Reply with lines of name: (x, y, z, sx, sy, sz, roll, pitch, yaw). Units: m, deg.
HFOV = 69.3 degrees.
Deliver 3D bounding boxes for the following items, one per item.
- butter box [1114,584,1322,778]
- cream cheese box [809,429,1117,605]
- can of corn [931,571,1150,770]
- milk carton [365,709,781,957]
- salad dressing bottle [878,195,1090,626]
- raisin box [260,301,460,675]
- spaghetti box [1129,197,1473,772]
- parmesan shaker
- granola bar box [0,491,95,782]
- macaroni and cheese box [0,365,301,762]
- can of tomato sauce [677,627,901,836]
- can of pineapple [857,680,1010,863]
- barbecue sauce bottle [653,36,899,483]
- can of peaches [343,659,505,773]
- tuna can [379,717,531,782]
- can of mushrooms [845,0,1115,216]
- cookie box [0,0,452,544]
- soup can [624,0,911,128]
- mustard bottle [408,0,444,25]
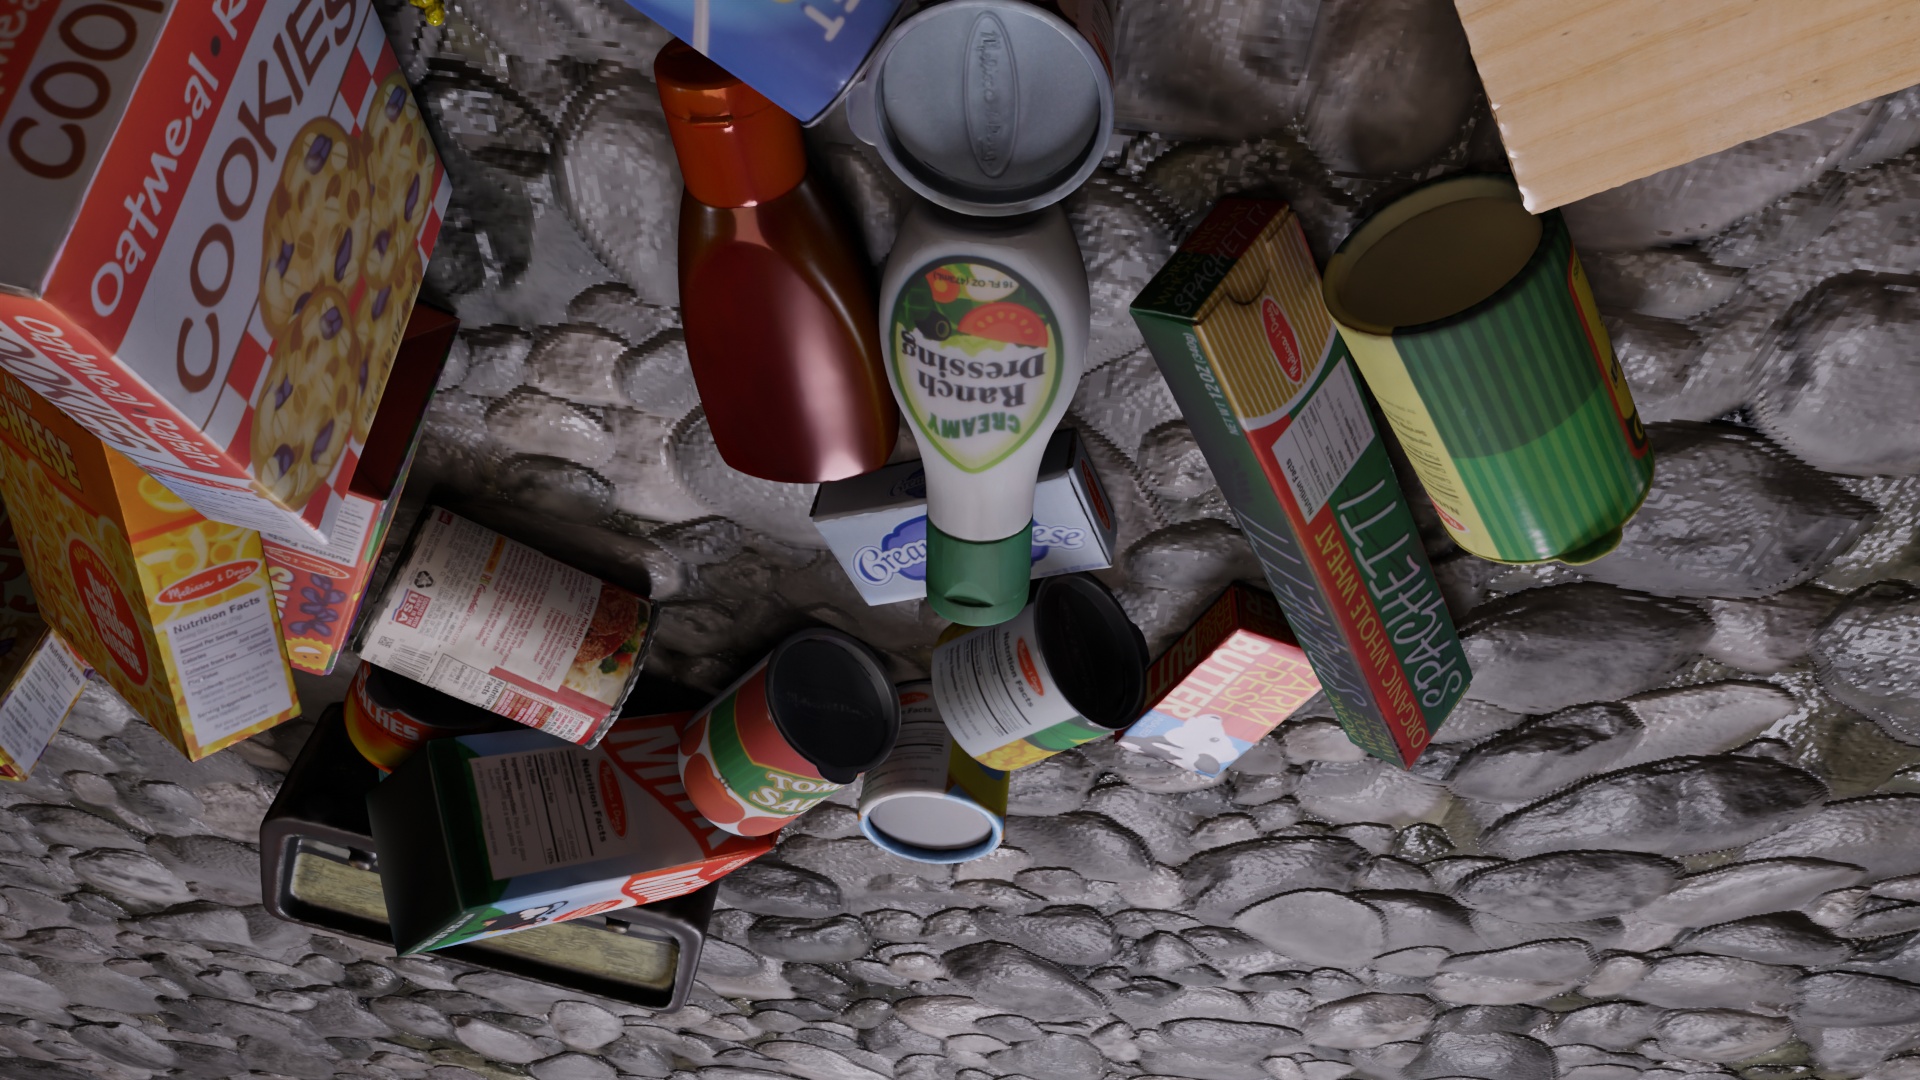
butter box: (0.111, 0.061, 0.580, 0.053, 0.024, 0.103, 19, 139, -14)
cream cheese box: (0.002, -0.007, 0.519, 0.104, 0.024, 0.053, -10, 135, 20)
can of corn: (0.032, 0.052, 0.553, 0.058, 0.071, 0.071, -29, 128, 36)
milk carton: (-0.156, 0.125, 0.630, 0.191, 0.073, 0.072, -1, 154, -44)
salad dressing bottle: (0.007, -0.039, 0.444, 0.064, 0.044, 0.146, 7, 128, 9)
raisin box: (-0.220, -0.019, 0.495, 0.040, 0.086, 0.122, 20, 139, -21)
spaghetti box: (0.126, -0.005, 0.476, 0.029, 0.050, 0.249, 25, 158, 46)
parmesan shaker: (0.158, -0.048, 0.408, 0.071, 0.072, 0.103, -18, 133, 28)
granola bar box: (-0.426, 0.023, 0.550, 0.166, 0.125, 0.038, 8, 139, 1)
macaroni and cheese box: (-0.275, -0.028, 0.449, 0.124, 0.040, 0.165, 25, 126, 33)
can of tomato sauce: (-0.076, 0.087, 0.608, 0.071, 0.071, 0.082, 29, 136, -23)
can of pineapple: (-0.009, 0.106, 0.628, 0.071, 0.058, 0.070, 5, 140, 4)
barbecue sauce bottle: (-0.058, -0.082, 0.427, 0.065, 0.044, 0.147, 1, 139, 8)
can of peaches: (-0.233, 0.065, 0.609, 0.071, 0.071, 0.057, 25, 138, -19)
tuna can: (-0.239, 0.105, 0.656, 0.071, 0.071, 0.032, 22, 139, -16)
can of mushrooms: (0.006, -0.124, 0.374, 0.071, 0.034, 0.070, 5, 140, 4)
cookie box: (-0.181, -0.082, 0.344, 0.040, 0.123, 0.167, 13, 163, -3)
soup can: (-0.052, -0.150, 0.326, 0.084, 0.072, 0.071, 30, 135, -23)
mustard bottle: (-0.154, -0.191, 0.311, 0.065, 0.049, 0.159, -2, 140, 10)
